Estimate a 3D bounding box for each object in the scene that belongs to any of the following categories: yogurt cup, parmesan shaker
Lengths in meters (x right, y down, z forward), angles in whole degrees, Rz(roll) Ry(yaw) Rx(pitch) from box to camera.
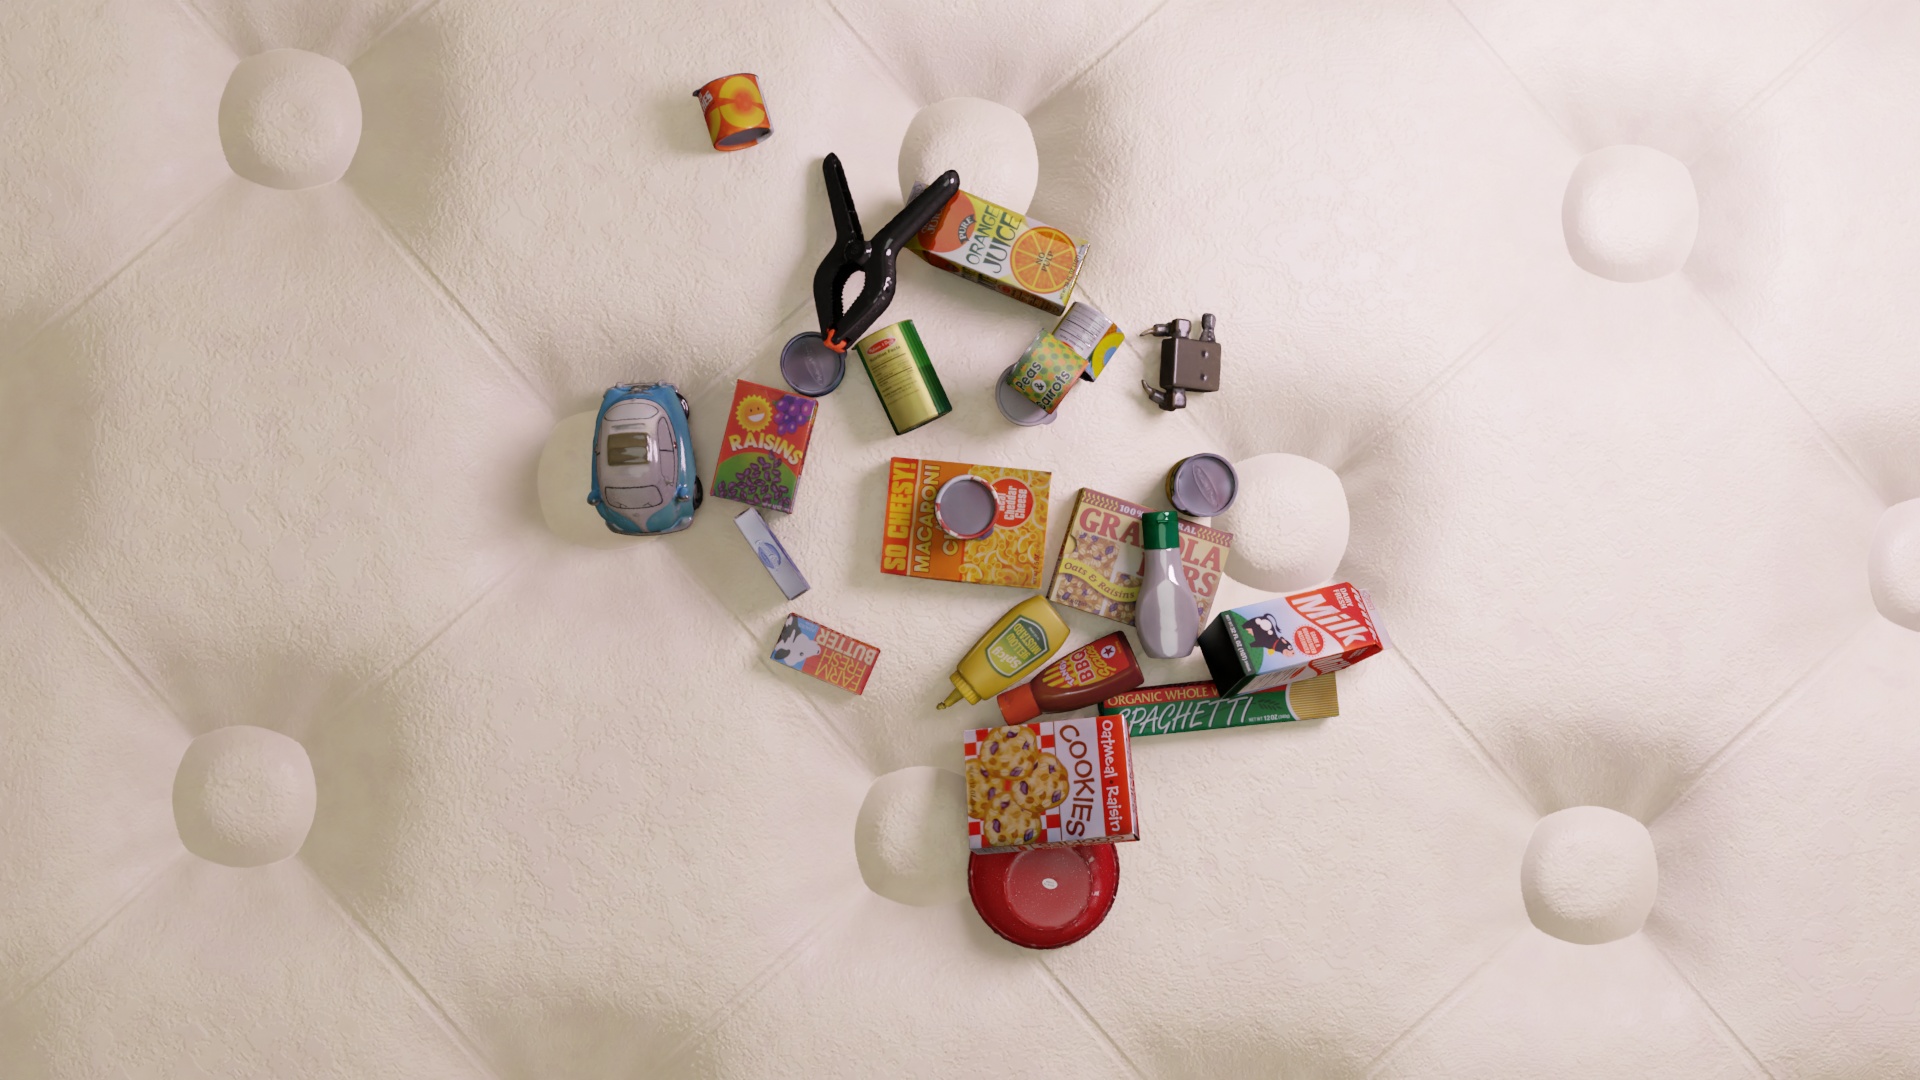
[{"bbox_3d":[0.069,-0.150,1.437,0.072,0.054,0.072,0,90,-1],"label":"yogurt cup"},{"bbox_3d":[-0.060,-0.166,1.429,0.071,0.071,0.103,-25,91,-1],"label":"parmesan shaker"}]

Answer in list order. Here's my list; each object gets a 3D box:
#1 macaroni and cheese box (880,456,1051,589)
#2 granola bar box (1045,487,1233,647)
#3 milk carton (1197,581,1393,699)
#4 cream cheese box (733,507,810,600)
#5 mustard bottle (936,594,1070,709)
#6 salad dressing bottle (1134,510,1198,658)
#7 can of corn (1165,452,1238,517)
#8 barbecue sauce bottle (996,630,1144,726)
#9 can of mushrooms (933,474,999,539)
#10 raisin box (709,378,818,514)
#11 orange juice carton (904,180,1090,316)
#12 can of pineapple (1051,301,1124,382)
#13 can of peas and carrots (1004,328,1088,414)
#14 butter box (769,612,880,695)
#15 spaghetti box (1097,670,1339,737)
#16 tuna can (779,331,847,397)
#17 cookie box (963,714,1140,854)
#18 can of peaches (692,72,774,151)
[{"bbox_3d":[0.005,-0.018,1.442,0.166,0.040,0.123,6,89,-2],"label":"macaroni and cheese box"},{"bbox_3d":[0.186,0.027,1.447,0.166,0.039,0.124,17,89,-2],"label":"granola bar box"},{"bbox_3d":[0.347,0.098,1.412,0.191,0.073,0.072,-11,66,-17],"label":"milk carton"},{"bbox_3d":[-0.194,0.014,1.430,0.024,0.053,0.104,-35,91,-3],"label":"cream cheese box"},{"bbox_3d":[0.039,0.126,1.438,0.160,0.049,0.065,-41,89,-1],"label":"mustard bottle"},{"bbox_3d":[0.207,0.044,1.406,0.064,0.044,0.147,-3,90,0],"label":"salad dressing bottle"},{"bbox_3d":[0.247,-0.055,1.439,0.071,0.058,0.071,0,90,-1],"label":"can of corn"},{"bbox_3d":[0.112,0.148,1.436,0.148,0.065,0.043,-24,132,6],"label":"barbecue sauce bottle"},{"bbox_3d":[0.008,-0.032,1.404,0.071,0.033,0.071,0,89,-2],"label":"can of mushrooms"},{"bbox_3d":[-0.203,-0.096,1.438,0.086,0.040,0.123,14,89,0],"label":"raisin box"},{"bbox_3d":[0.030,-0.302,1.428,0.193,0.073,0.072,22,90,-1],"label":"orange juice carton"},{"bbox_3d":[0.128,-0.205,1.435,0.071,0.071,0.058,35,89,-1],"label":"can of pineapple"},{"bbox_3d":[0.085,-0.166,1.374,0.059,0.071,0.071,36,89,-1],"label":"can of peas and carrots"},{"bbox_3d":[-0.140,0.118,1.446,0.103,0.024,0.053,22,90,-1],"label":"butter box"},{"bbox_3d":[0.269,0.171,1.454,0.250,0.028,0.050,-6,89,-2],"label":"spaghetti box"},{"bbox_3d":[-0.150,-0.184,1.442,0.071,0.033,0.071,0,90,-1],"label":"tuna can"},{"bbox_3d":[0.091,0.248,1.407,0.167,0.040,0.123,-8,66,11],"label":"cookie box"},{"bbox_3d":[-0.232,-0.438,1.425,0.071,0.071,0.058,-18,91,-1],"label":"can of peaches"}]
